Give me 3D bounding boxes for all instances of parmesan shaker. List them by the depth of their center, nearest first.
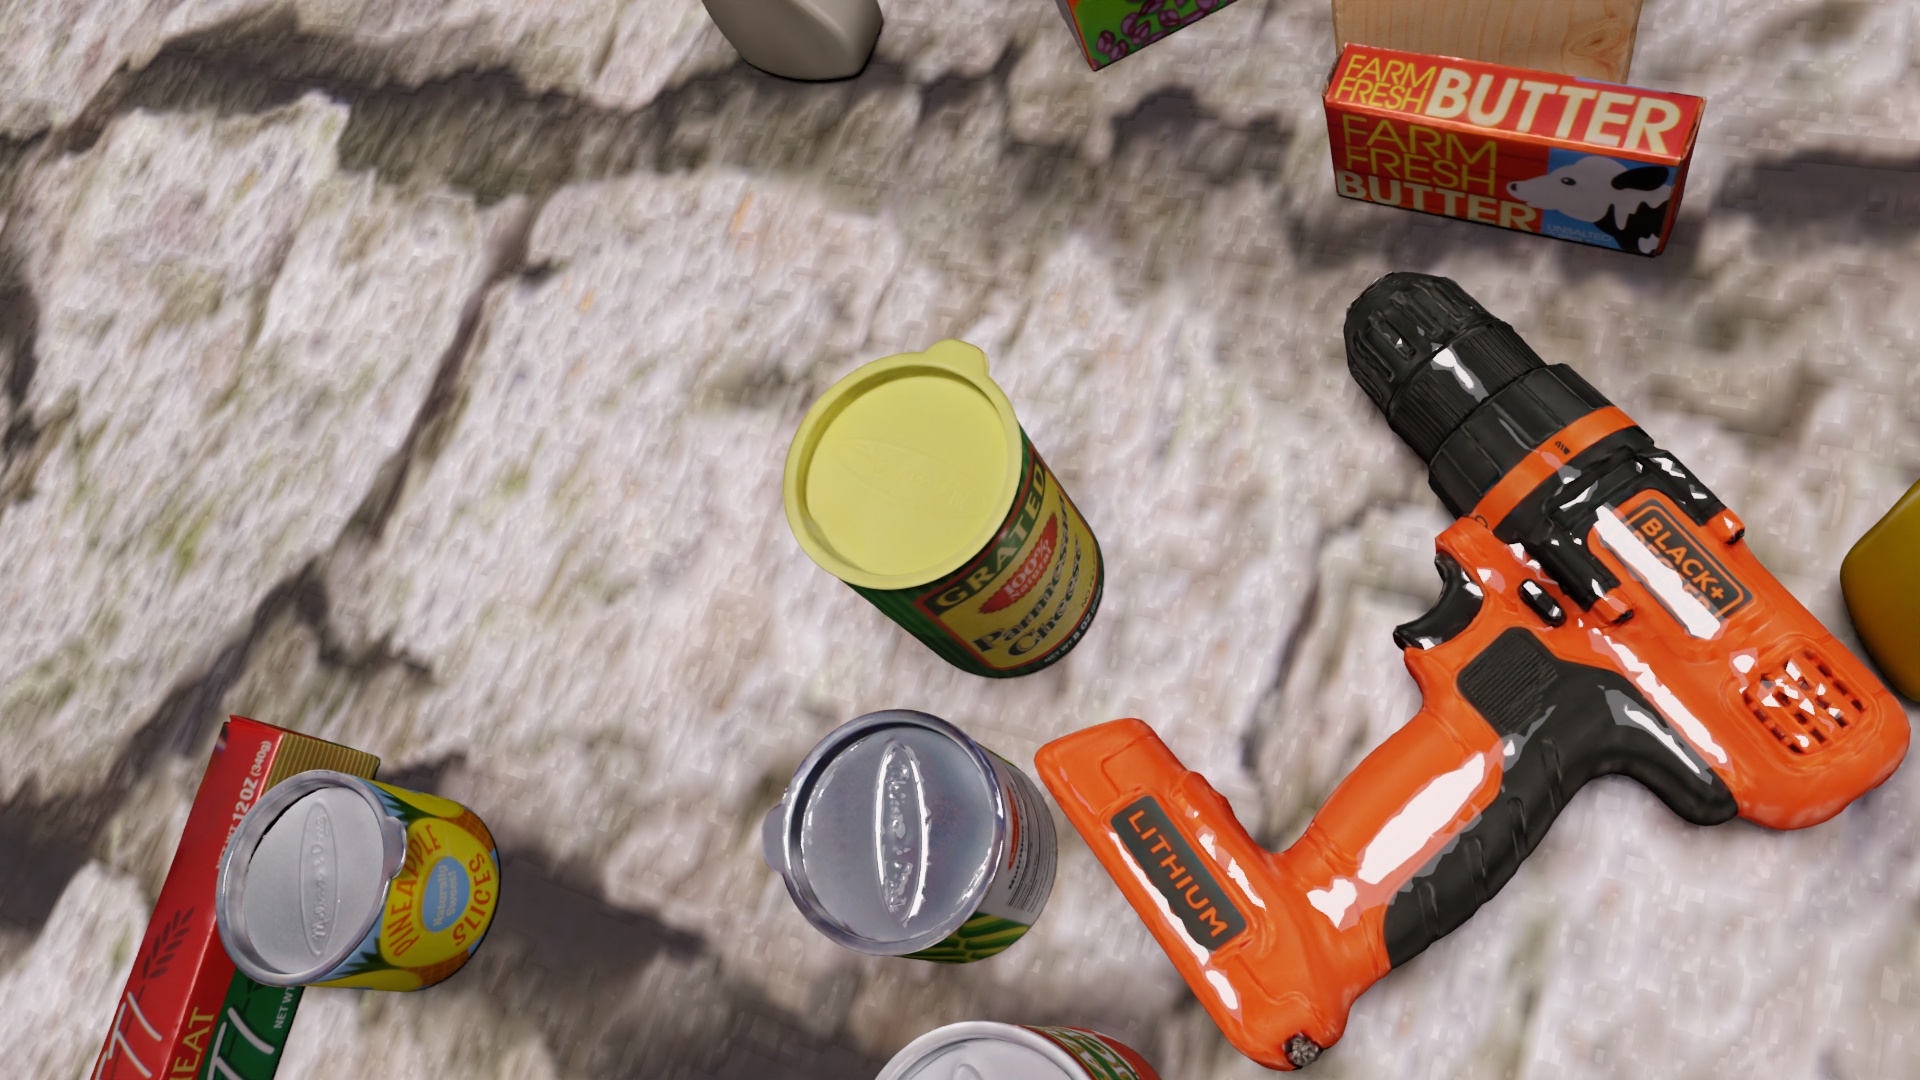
[{"bbox_3d":[0.001,-0.005,0.405,0.071,0.103,0.071,-6,69,17],"label":"parmesan shaker"}]

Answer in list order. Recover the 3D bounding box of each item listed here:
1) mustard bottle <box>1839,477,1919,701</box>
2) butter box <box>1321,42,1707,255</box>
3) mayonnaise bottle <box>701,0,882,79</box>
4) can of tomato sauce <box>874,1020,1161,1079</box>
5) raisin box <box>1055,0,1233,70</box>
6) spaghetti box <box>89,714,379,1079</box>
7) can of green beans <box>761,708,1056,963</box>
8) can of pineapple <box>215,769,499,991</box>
[{"bbox_3d":[0.237,-0.005,0.292,0.065,0.160,0.049,-22,66,11],"label":"mustard bottle"},{"bbox_3d":[0.163,-0.118,0.419,0.103,0.053,0.024,19,78,24],"label":"butter box"},{"bbox_3d":[-0.081,-0.223,0.489,0.065,0.148,0.041,16,77,23],"label":"mayonnaise bottle"},{"bbox_3d":[0.019,0.156,0.351,0.071,0.083,0.071,-6,69,17],"label":"can of tomato sauce"},{"bbox_3d":[0.061,-0.224,0.454,0.086,0.123,0.040,-24,65,10],"label":"raisin box"},{"bbox_3d":[-0.257,0.185,0.454,0.029,0.050,0.250,7,73,21],"label":"spaghetti box"},{"bbox_3d":[-0.011,0.087,0.401,0.071,0.057,0.071,-6,69,17],"label":"can of green beans"},{"bbox_3d":[-0.194,0.113,0.454,0.071,0.057,0.071,-6,69,17],"label":"can of pineapple"}]
